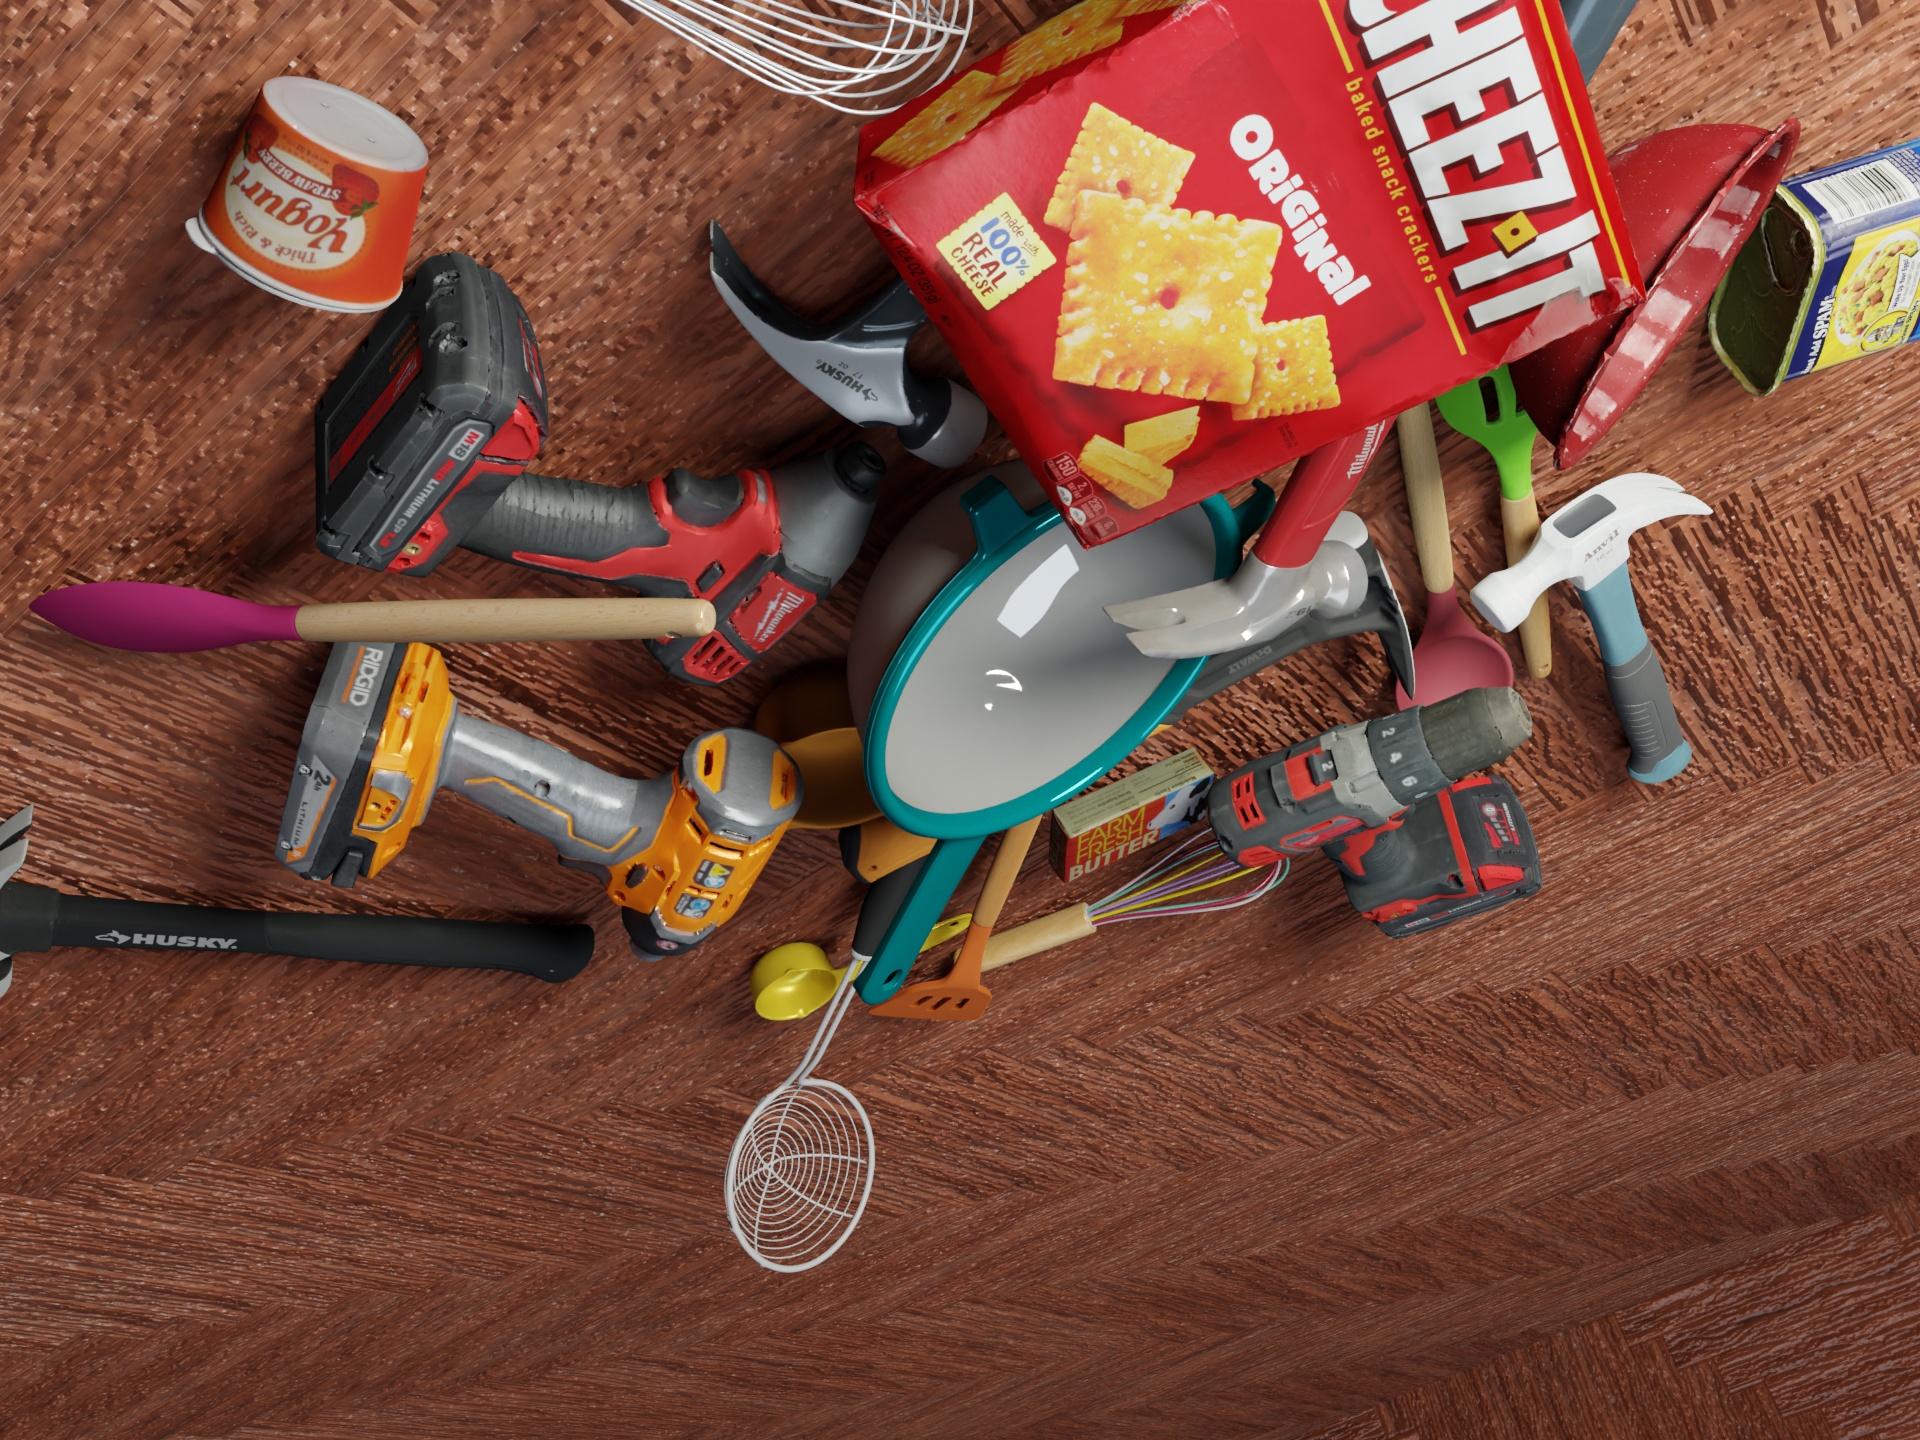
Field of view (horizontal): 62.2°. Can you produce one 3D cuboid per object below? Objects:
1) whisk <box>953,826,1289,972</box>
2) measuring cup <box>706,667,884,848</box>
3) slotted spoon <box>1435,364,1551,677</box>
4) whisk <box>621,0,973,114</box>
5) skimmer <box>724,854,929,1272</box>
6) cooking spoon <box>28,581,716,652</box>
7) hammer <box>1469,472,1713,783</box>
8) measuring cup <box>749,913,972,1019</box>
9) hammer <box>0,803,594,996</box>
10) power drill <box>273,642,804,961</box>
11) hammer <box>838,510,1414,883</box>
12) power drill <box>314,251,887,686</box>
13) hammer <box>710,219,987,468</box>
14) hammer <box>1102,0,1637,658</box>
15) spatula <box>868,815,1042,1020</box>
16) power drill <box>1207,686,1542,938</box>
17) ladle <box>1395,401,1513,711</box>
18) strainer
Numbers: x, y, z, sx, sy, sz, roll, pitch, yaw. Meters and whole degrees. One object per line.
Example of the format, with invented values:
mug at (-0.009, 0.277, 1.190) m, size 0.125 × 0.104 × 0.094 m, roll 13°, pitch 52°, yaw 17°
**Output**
whisk at (0.107, 0.124, 1.063) m, size 0.245 × 0.047 × 0.051 m, roll -22°, pitch 131°, yaw 16°
measuring cup at (-0.100, 0.032, 0.863) m, size 0.173 × 0.052 × 0.095 m, roll -32°, pitch 140°, yaw 25°
slotted spoon at (0.299, -0.108, 0.845) m, size 0.070 × 0.031 × 0.313 m, roll -25°, pitch 143°, yaw 8°
whisk at (-0.130, -0.251, 0.490) m, size 0.284 × 0.070 × 0.070 m, roll 8°, pitch 137°, yaw -20°
skimmer at (-0.063, 0.209, 1.019) m, size 0.127 × 0.090 × 0.363 m, roll -11°, pitch 136°, yaw -43°
cooking spoon at (-0.246, -0.040, 0.648) m, size 0.319 × 0.017 × 0.068 m, roll 0°, pitch 161°, yaw 18°
hammer at (0.394, -0.037, 0.944) m, size 0.128 × 0.033 × 0.330 m, roll -41°, pitch 142°, yaw 7°
measuring cup at (-0.066, 0.152, 1.057) m, size 0.156 × 0.029 × 0.062 m, roll -21°, pitch 143°, yaw -12°
hammer at (-0.371, 0.116, 0.888) m, size 0.334 × 0.035 × 0.146 m, roll 8°, pitch 138°, yaw -28°
power drill at (-0.210, 0.052, 0.790) m, size 0.226 × 0.084 × 0.164 m, roll 17°, pitch 134°, yaw -18°
hammer at (0.086, 0.009, 0.883) m, size 0.337 × 0.034 × 0.127 m, roll -27°, pitch 132°, yaw 10°
power drill at (-0.141, -0.095, 0.667) m, size 0.219 × 0.079 × 0.143 m, roll 21°, pitch 131°, yaw -42°
hammer at (0.073, -0.238, 0.553) m, size 0.149 × 0.036 × 0.409 m, roll 24°, pitch 135°, yaw -37°
hammer at (0.178, -0.177, 0.614) m, size 0.143 × 0.038 × 0.386 m, roll -14°, pitch 143°, yaw -34°
spatula at (0.019, 0.101, 0.997) m, size 0.081 × 0.041 × 0.322 m, roll 7°, pitch 130°, yaw -17°
power drill at (0.278, 0.053, 0.962) m, size 0.188 × 0.080 × 0.226 m, roll -26°, pitch 148°, yaw 29°
ladle at (0.253, -0.089, 0.852) m, size 0.069 × 0.031 × 0.315 m, roll -18°, pitch 141°, yaw 10°
strainer at (-0.001, -0.002, 0.782) m, size 0.211 × 0.095 × 0.340 m, roll -7°, pitch 136°, yaw -42°
